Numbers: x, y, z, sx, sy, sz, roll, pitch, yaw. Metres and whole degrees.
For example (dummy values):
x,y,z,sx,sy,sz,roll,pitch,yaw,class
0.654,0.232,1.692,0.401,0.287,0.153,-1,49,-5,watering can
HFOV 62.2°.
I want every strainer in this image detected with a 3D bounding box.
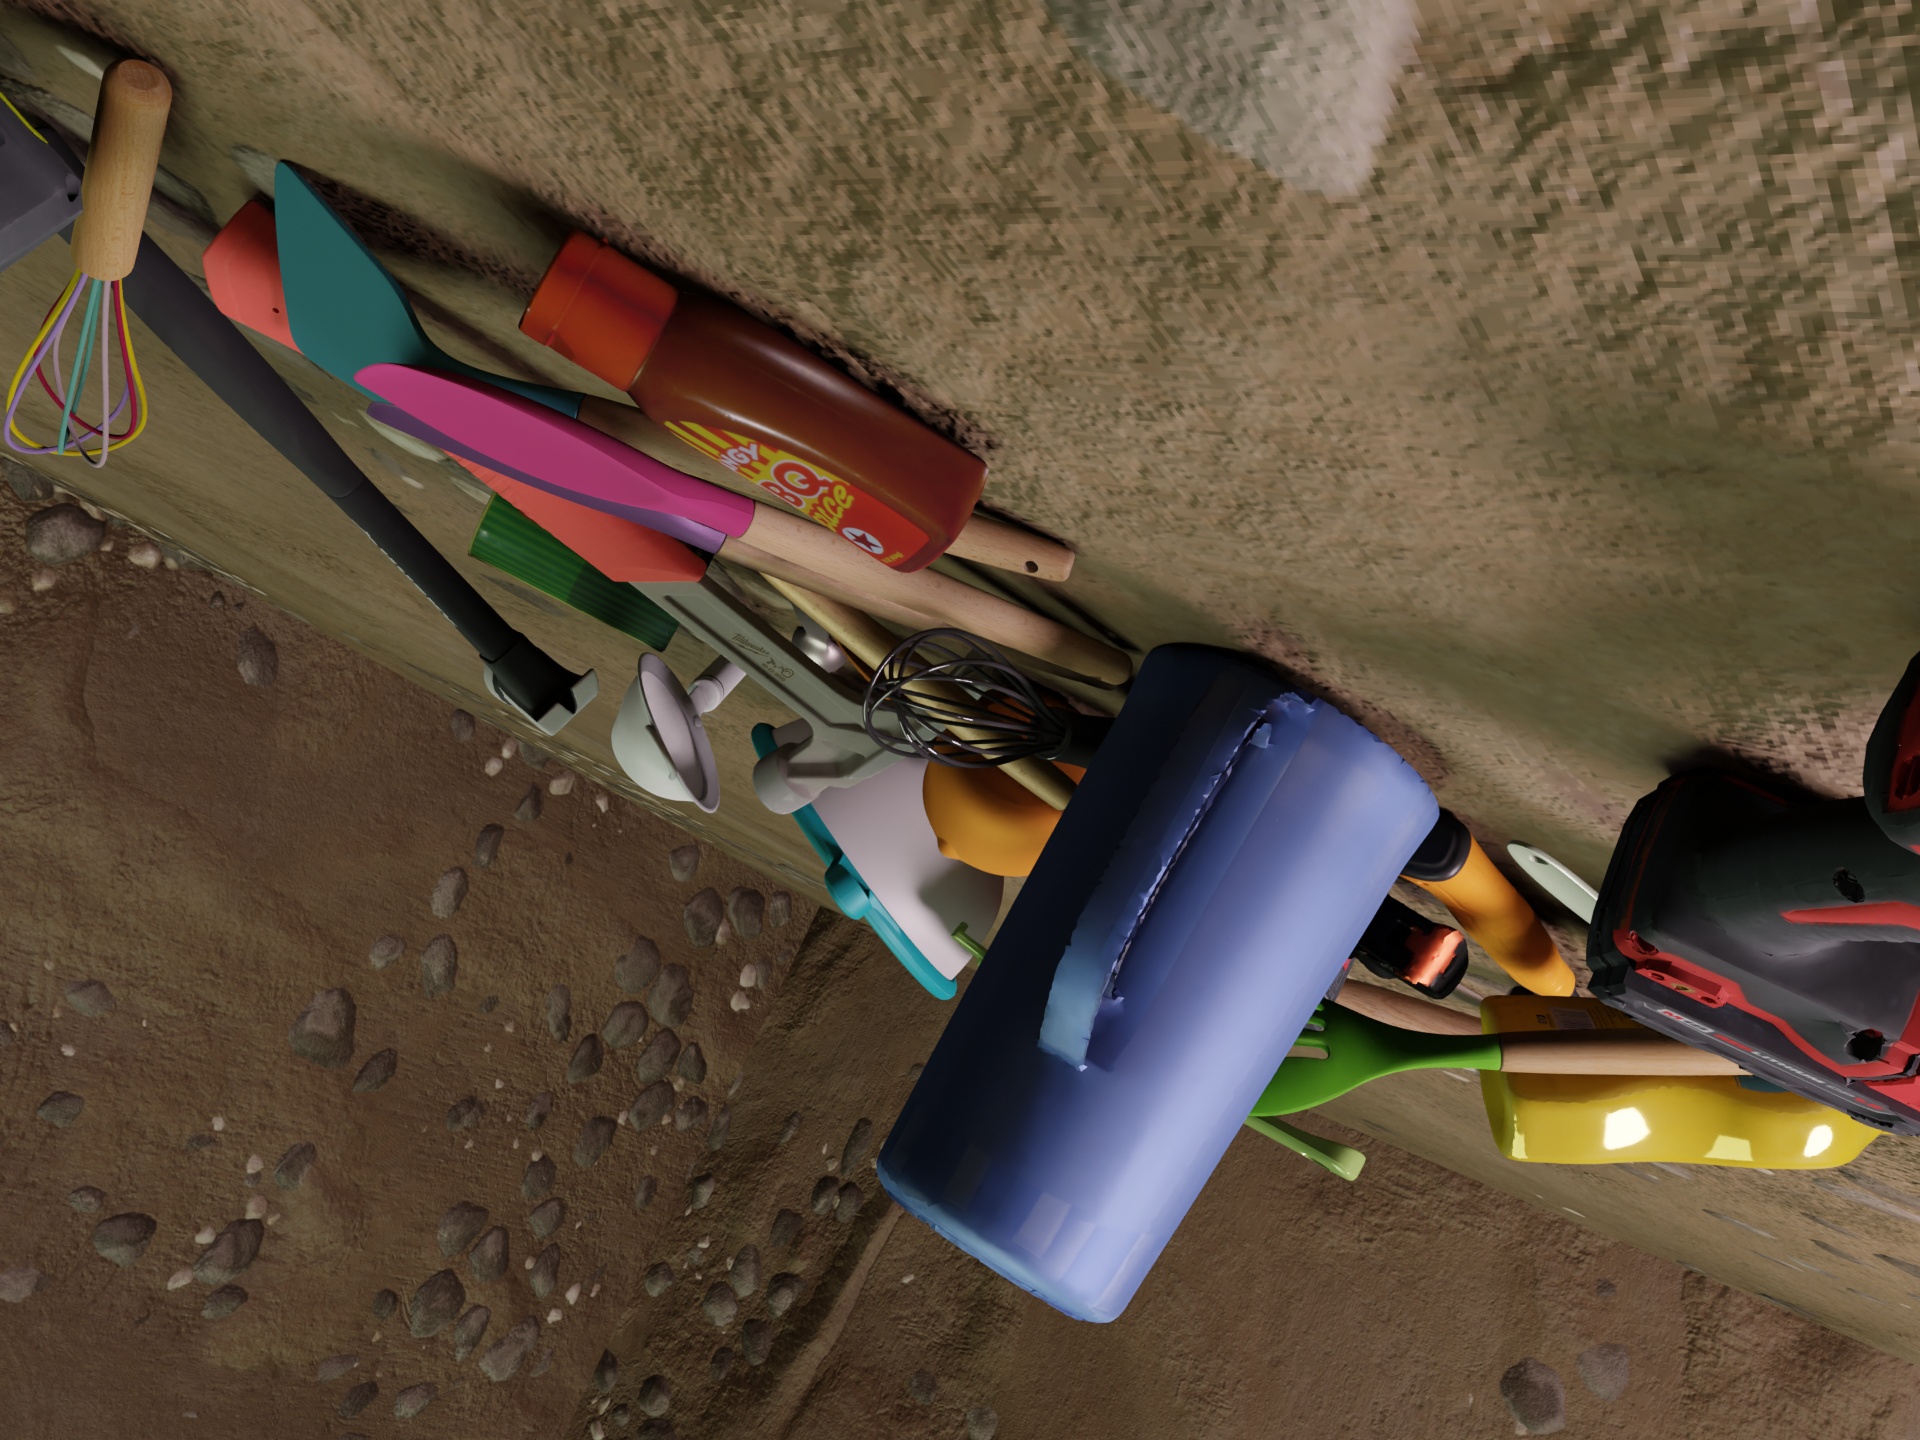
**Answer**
x,y,z,sx,sy,sz,roll,pitch,yaw,class
-0.032,0.064,0.941,0.211,0.095,0.340,54,178,-1,strainer
-0.141,-0.010,0.858,0.258,0.050,0.087,-69,-43,-72,strainer
0.122,0.166,0.869,0.257,0.069,0.151,21,162,46,strainer

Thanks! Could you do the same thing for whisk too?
x,y,z,sx,sy,sz,roll,pitch,yaw,class
-0.333,-0.168,0.619,0.047,0.051,0.245,27,145,-22,whisk
0.039,0.002,0.671,0.055,0.055,0.238,18,-178,35,whisk

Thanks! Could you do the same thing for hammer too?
x,y,z,sx,sy,sz,roll,pitch,yaw,class
0.242,0.177,1.031,0.331,0.031,0.130,16,-149,2,hammer
0.289,0.122,0.787,0.127,0.034,0.336,17,166,40,hammer
-0.153,-0.091,0.686,0.149,0.037,0.358,-32,121,32,hammer
-0.287,-0.117,0.716,0.334,0.035,0.146,51,165,-27,hammer

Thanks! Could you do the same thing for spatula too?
x,y,z,sx,sy,sz,roll,pitch,yaw,class
-0.109,-0.111,0.579,0.317,0.044,0.082,18,136,0,spatula
-0.068,-0.063,0.615,0.315,0.018,0.060,18,175,-25,spatula

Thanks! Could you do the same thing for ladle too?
x,y,z,sx,sy,sz,roll,pitch,yaw,class
0.029,0.020,0.712,0.315,0.069,0.031,38,127,-24,ladle

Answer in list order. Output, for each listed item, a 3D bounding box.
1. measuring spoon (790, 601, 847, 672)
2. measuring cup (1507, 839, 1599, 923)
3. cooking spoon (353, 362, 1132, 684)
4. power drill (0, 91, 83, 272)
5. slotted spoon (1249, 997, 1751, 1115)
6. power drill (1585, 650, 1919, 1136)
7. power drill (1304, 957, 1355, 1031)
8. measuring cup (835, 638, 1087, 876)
x,y,z,sx,sy,sz,roll,pitch,yaw,class
-0.083,-0.047,0.867,0.034,0.018,0.124,25,168,6,measuring spoon
0.265,0.072,0.603,0.167,0.038,0.083,33,167,-26,measuring cup
-0.056,-0.064,0.569,0.318,0.017,0.069,20,170,-35,cooking spoon
-0.406,-0.229,0.546,0.229,0.080,0.190,9,141,54,power drill
0.250,0.136,0.661,0.314,0.070,0.031,-1,123,7,slotted spoon
0.282,0.055,0.399,0.188,0.080,0.226,24,166,5,power drill
0.122,0.097,0.946,0.220,0.078,0.143,23,169,27,power drill
-0.001,-0.003,0.788,0.174,0.095,0.052,45,153,13,measuring cup
